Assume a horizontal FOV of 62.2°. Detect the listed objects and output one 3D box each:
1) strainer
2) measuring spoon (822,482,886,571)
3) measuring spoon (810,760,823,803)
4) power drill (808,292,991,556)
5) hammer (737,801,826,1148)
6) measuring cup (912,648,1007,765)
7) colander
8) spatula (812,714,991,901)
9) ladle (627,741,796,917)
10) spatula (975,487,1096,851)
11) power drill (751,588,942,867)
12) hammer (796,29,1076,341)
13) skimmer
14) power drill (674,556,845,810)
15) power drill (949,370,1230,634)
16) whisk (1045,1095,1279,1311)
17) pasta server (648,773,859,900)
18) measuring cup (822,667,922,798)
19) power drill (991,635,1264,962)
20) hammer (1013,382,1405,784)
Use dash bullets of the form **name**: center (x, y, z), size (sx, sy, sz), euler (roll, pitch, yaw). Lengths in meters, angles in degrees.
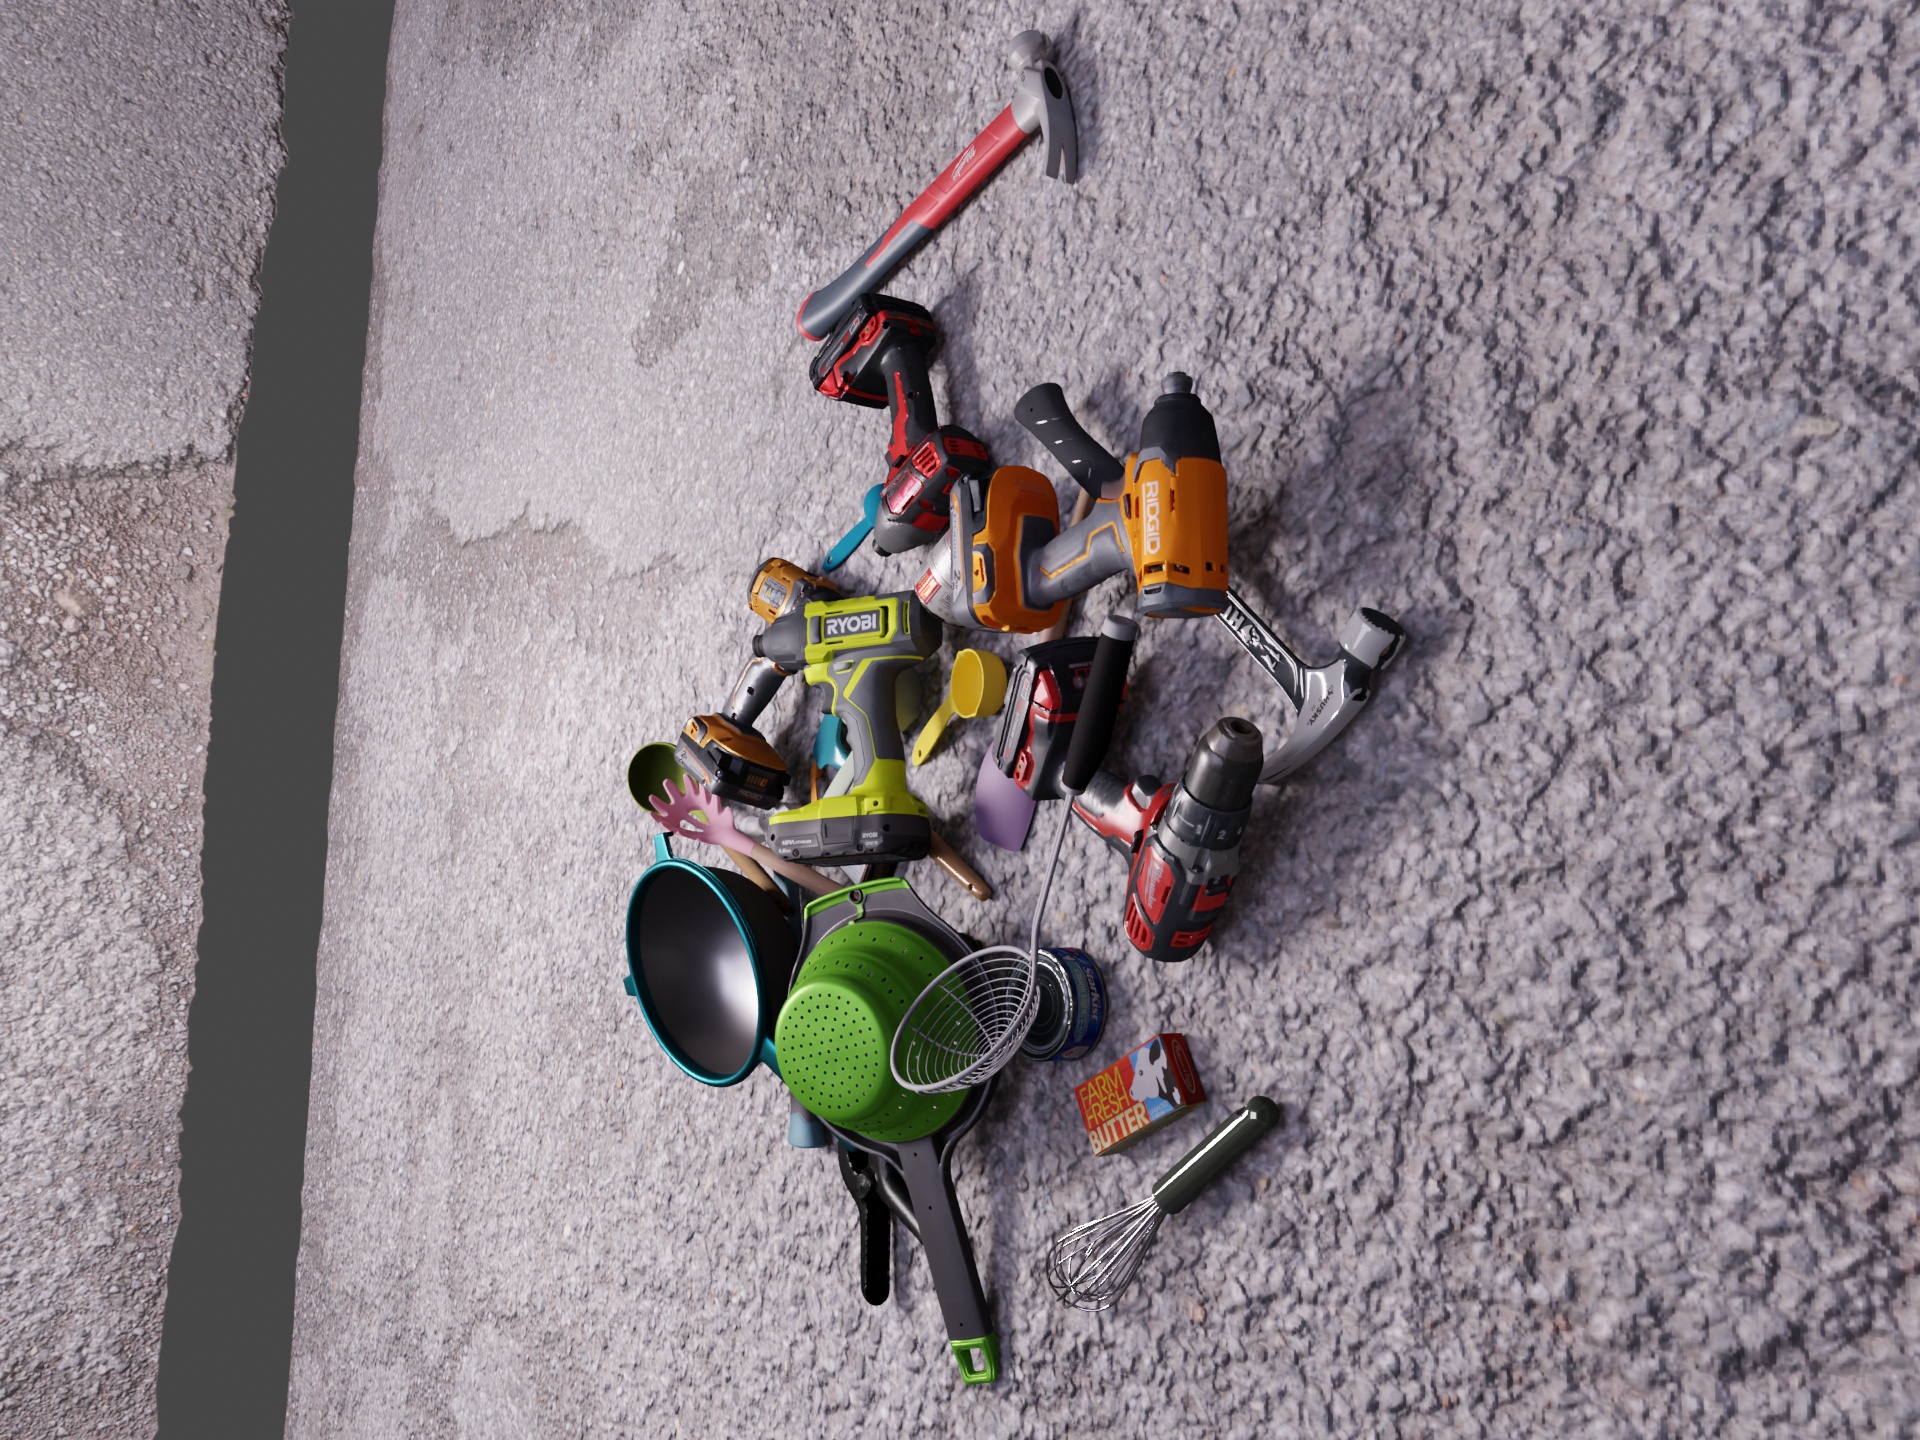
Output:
- **strainer**: center (-0.168, 0.253, 1.420), size (0.341, 0.095, 0.211), euler (38, 125, 32)
- **measuring spoon**: center (-0.103, -0.180, 1.504), size (0.128, 0.021, 0.042), euler (-40, 53, 41)
- **measuring spoon**: center (-0.132, 0.082, 1.485), size (0.117, 0.011, 0.021), euler (-99, 25, -47)
- **power drill**: center (-0.057, -0.258, 1.416), size (0.143, 0.078, 0.220), euler (-45, 53, 40)
- **hammer**: center (-0.158, 0.236, 1.501), size (0.128, 0.033, 0.331), euler (-29, 62, 49)
- **measuring cup**: center (-0.002, -0.004, 1.347), size (0.156, 0.029, 0.062), euler (-54, 43, 50)
- **colander**: center (-0.053, 0.325, 1.225), size (0.204, 0.094, 0.397), euler (-20, 82, 29)
- **spatula**: center (-0.058, 0.066, 1.406), size (0.318, 0.044, 0.082), euler (41, 116, 43)
- **ladle**: center (-0.246, 0.110, 1.571), size (0.320, 0.062, 0.078), euler (38, 106, 50)
- **spatula**: center (0.066, -0.051, 1.257), size (0.060, 0.018, 0.316), euler (22, 102, 34)
- **power drill**: center (-0.100, 0.008, 1.348), size (0.171, 0.080, 0.223), euler (-6, 77, 23)
- **hammer**: center (-0.034, -0.443, 1.444), size (0.386, 0.038, 0.143), euler (-31, 62, 47)
- **skimmer**: center (0.034, 0.094, 1.084), size (0.127, 0.090, 0.363), euler (-106, 28, -65)
- **power drill**: center (-0.173, -0.032, 1.513), size (0.185, 0.084, 0.226), euler (31, 99, 53)
- **power drill**: center (0.092, -0.145, 1.117), size (0.226, 0.084, 0.164), euler (-5, 83, 48)
- **whisk**: center (0.136, 0.332, 1.086), size (0.059, 0.058, 0.246), euler (43, 121, 8)
- **pasta server**: center (-0.173, 0.126, 1.470), size (0.316, 0.040, 0.060), euler (22, 60, 37)
- **measuring cup**: center (-0.096, 0.017, 1.404), size (0.083, 0.038, 0.167), euler (24, 84, 41)
- **power drill**: center (0.119, 0.031, 1.098), size (0.227, 0.080, 0.187), euler (53, 140, 41)
- **hammer**: center (0.146, -0.122, 1.135), size (0.409, 0.036, 0.149), euler (54, 128, 39)
